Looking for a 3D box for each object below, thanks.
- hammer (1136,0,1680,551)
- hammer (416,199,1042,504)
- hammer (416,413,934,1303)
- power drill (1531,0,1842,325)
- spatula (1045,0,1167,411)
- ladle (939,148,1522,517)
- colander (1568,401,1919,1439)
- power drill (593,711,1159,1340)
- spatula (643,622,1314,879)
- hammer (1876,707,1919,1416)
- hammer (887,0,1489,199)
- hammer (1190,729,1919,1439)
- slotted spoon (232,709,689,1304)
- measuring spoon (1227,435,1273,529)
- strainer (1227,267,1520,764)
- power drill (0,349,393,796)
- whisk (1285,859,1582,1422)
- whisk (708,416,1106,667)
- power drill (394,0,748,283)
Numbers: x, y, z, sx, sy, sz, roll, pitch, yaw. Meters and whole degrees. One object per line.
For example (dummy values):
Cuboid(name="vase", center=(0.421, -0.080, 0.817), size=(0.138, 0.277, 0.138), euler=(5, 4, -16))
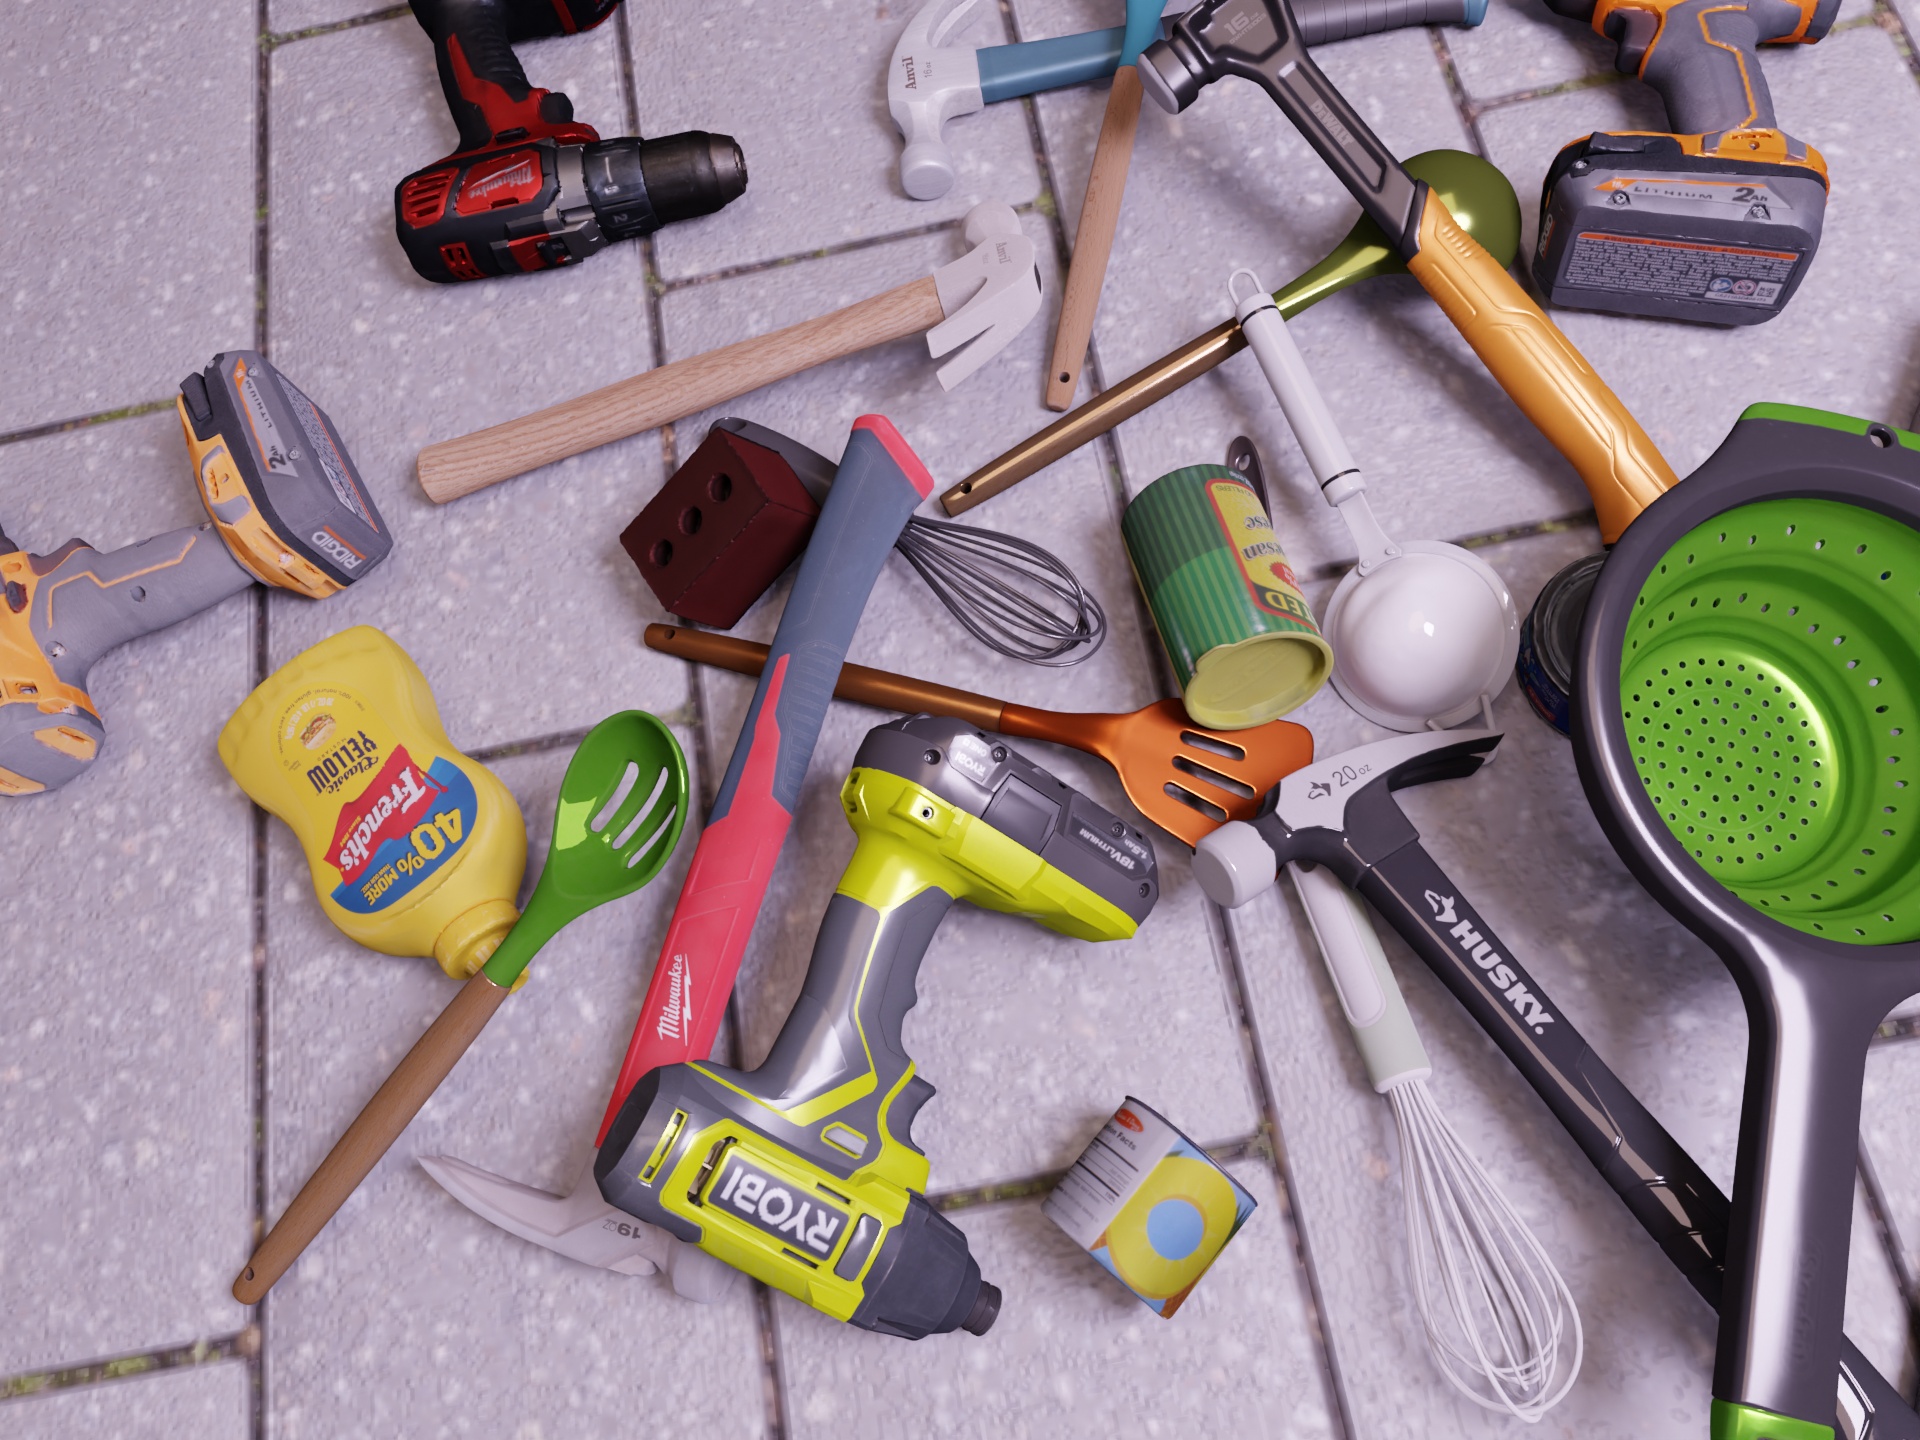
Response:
Cuboid(name="hammer", center=(0.231, -0.216, 0.732), size=(0.127, 0.034, 0.337), euler=(-37, 85, 6))
Cuboid(name="hammer", center=(-0.118, -0.173, 0.800), size=(0.331, 0.031, 0.130), euler=(-18, 38, 6))
Cuboid(name="hammer", center=(-0.108, 0.041, 0.703), size=(0.143, 0.038, 0.386), euler=(15, 79, 15))
Cuboid(name="power drill", center=(0.343, -0.312, 0.783), size=(0.164, 0.084, 0.227), euler=(10, 66, 13))
Cuboid(name="spatula", center=(0.081, -0.311, 0.808), size=(0.082, 0.044, 0.317), euler=(12, 83, 0))
Cuboid(name="ladle", center=(0.132, -0.183, 0.787), size=(0.320, 0.062, 0.078), euler=(-31, 73, 3))
Cuboid(name="colander", center=(0.300, 0.082, 0.597), size=(0.204, 0.094, 0.397), euler=(14, 75, -1))
Cuboid(name="power drill", center=(-0.018, 0.126, 0.643), size=(0.171, 0.080, 0.223), euler=(33, 75, -15))
Cuboid(name="spatula", center=(-0.001, -0.002, 0.739), size=(0.323, 0.041, 0.081), euler=(14, 70, 17))
Cuboid(name="hammer", center=(0.396, 0.168, 0.609), size=(0.149, 0.036, 0.409), euler=(16, 72, 15))
Cuboid(name="hammer", center=(0.124, -0.368, 0.860), size=(0.331, 0.033, 0.128), euler=(-9, 69, 4))
Cuboid(name="hammer", center=(0.245, 0.143, 0.612), size=(0.146, 0.035, 0.335), euler=(-27, 65, -23))
Cuboid(name="slotted spoon", center=(-0.213, 0.127, 0.674), size=(0.070, 0.031, 0.314), euler=(42, 96, 29))
Cuboid(name="measuring spoon", center=(0.145, -0.083, 0.753), size=(0.034, 0.018, 0.124), euler=(-32, 53, 41))
Cuboid(name="strainer", center=(0.175, -0.098, 0.720), size=(0.087, 0.050, 0.259), euler=(-29, 73, 25))
Cuboid(name="power drill", center=(-0.425, -0.093, 0.805), size=(0.226, 0.084, 0.185), euler=(-34, 67, -1))
Cuboid(name="whisk", center=(0.181, 0.152, 0.640), size=(0.058, 0.059, 0.247), euler=(-32, 59, 27))
Cuboid(name="whisk", center=(-0.033, -0.091, 0.767), size=(0.239, 0.055, 0.055), euler=(31, 76, 22))
Cuboid(name="power drill", center=(-0.220, -0.354, 0.881), size=(0.188, 0.080, 0.227), euler=(-11, 70, 4))
